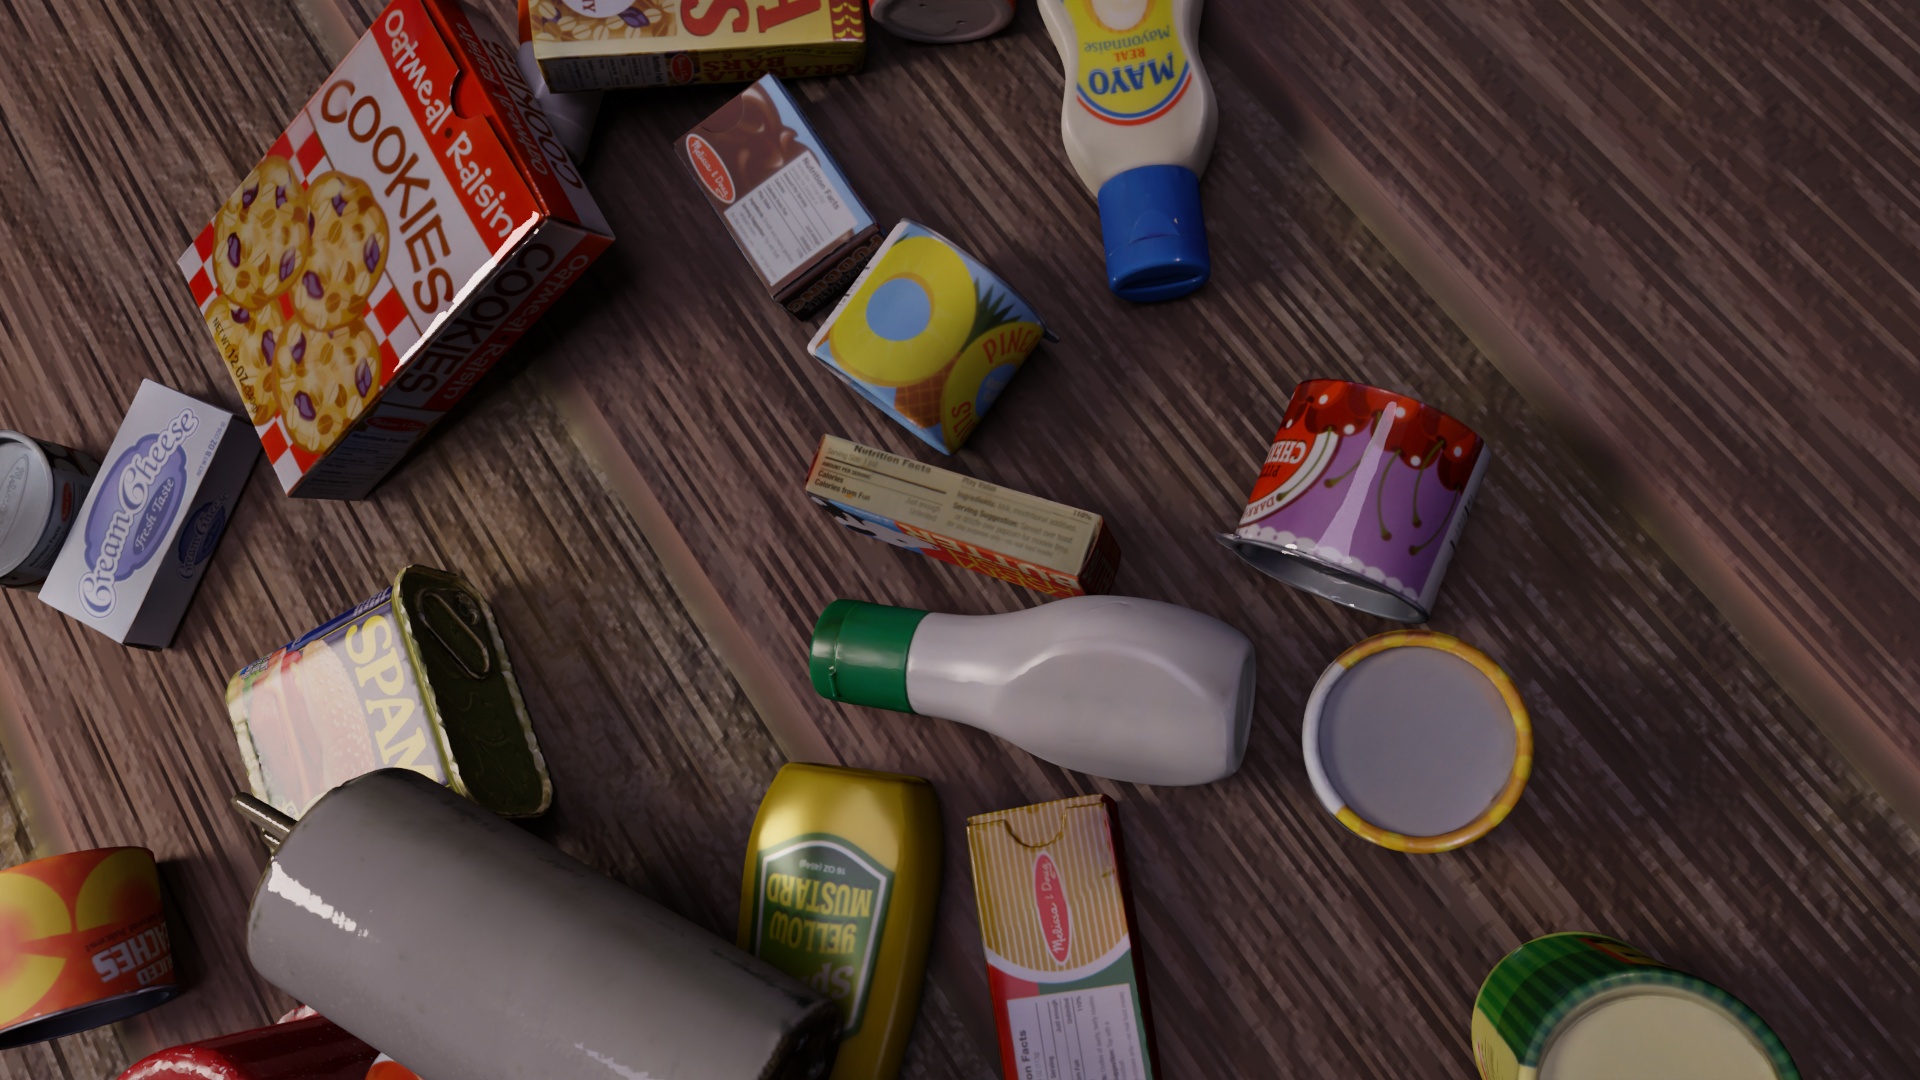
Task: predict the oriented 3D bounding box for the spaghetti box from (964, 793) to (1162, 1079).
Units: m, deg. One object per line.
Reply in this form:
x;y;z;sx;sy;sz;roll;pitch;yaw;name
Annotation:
0.045;0.209;0.440;0.050;0.028;0.250;-12;76;11;spaghetti box

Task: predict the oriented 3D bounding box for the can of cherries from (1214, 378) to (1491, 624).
0.125;-0.013;0.445;0.071;0.071;0.058;22;85;17;can of cherries

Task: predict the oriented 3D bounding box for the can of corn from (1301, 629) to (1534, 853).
0.142;0.063;0.431;0.071;0.058;0.071;-3;79;14;can of corn

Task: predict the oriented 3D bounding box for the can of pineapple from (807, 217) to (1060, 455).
-0.010;-0.070;0.492;0.071;0.071;0.058;36;90;18;can of pineapple

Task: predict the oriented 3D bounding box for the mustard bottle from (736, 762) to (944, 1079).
-0.044;0.156;0.462;0.065;0.049;0.160;4;79;16;mustard bottle

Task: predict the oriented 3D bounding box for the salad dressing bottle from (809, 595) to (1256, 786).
0.022;0.046;0.467;0.147;0.044;0.064;6;125;21;salad dressing bottle

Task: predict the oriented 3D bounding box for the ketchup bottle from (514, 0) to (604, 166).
-0.152;-0.230;0.572;0.065;0.043;0.149;14;83;9;ketchup bottle

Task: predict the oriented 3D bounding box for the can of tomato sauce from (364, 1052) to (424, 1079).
-0.151;0.196;0.470;0.083;0.071;0.071;42;91;18;can of tomato sauce

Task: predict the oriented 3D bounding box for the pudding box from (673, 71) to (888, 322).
-0.068;-0.133;0.538;0.049;0.030;0.084;-36;73;6;pudding box

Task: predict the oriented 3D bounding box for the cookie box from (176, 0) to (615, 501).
-0.226;-0.114;0.545;0.167;0.040;0.123;-38;72;21;cookie box

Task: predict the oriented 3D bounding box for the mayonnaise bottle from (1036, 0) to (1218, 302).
0.064;-0.162;0.505;0.065;0.041;0.148;-8;76;10;mayonnaise bottle

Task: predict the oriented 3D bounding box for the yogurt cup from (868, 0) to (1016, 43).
-0.007;-0.224;0.525;0.072;0.072;0.054;-1;87;14;yogurt cup

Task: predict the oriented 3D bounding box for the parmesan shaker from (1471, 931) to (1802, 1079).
0.182;0.148;0.380;0.071;0.103;0.071;-3;78;13;parmesan shaker

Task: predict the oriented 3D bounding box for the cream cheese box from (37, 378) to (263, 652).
-0.338;-0.011;0.583;0.053;0.024;0.104;20;84;18;cream cheese box

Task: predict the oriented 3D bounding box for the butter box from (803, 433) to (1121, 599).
0.002;-0.006;0.483;0.103;0.053;0.024;17;81;16;butter box

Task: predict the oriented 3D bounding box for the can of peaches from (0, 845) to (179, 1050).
-0.336;0.153;0.527;0.071;0.071;0.058;-23;74;9;can of peaches

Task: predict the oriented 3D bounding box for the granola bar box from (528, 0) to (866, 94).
-0.108;-0.262;0.537;0.124;0.039;0.165;-7;86;-9;granola bar box

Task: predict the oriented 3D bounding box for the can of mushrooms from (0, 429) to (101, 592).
-0.404;-0.013;0.595;0.071;0.033;0.071;-3;79;13;can of mushrooms
